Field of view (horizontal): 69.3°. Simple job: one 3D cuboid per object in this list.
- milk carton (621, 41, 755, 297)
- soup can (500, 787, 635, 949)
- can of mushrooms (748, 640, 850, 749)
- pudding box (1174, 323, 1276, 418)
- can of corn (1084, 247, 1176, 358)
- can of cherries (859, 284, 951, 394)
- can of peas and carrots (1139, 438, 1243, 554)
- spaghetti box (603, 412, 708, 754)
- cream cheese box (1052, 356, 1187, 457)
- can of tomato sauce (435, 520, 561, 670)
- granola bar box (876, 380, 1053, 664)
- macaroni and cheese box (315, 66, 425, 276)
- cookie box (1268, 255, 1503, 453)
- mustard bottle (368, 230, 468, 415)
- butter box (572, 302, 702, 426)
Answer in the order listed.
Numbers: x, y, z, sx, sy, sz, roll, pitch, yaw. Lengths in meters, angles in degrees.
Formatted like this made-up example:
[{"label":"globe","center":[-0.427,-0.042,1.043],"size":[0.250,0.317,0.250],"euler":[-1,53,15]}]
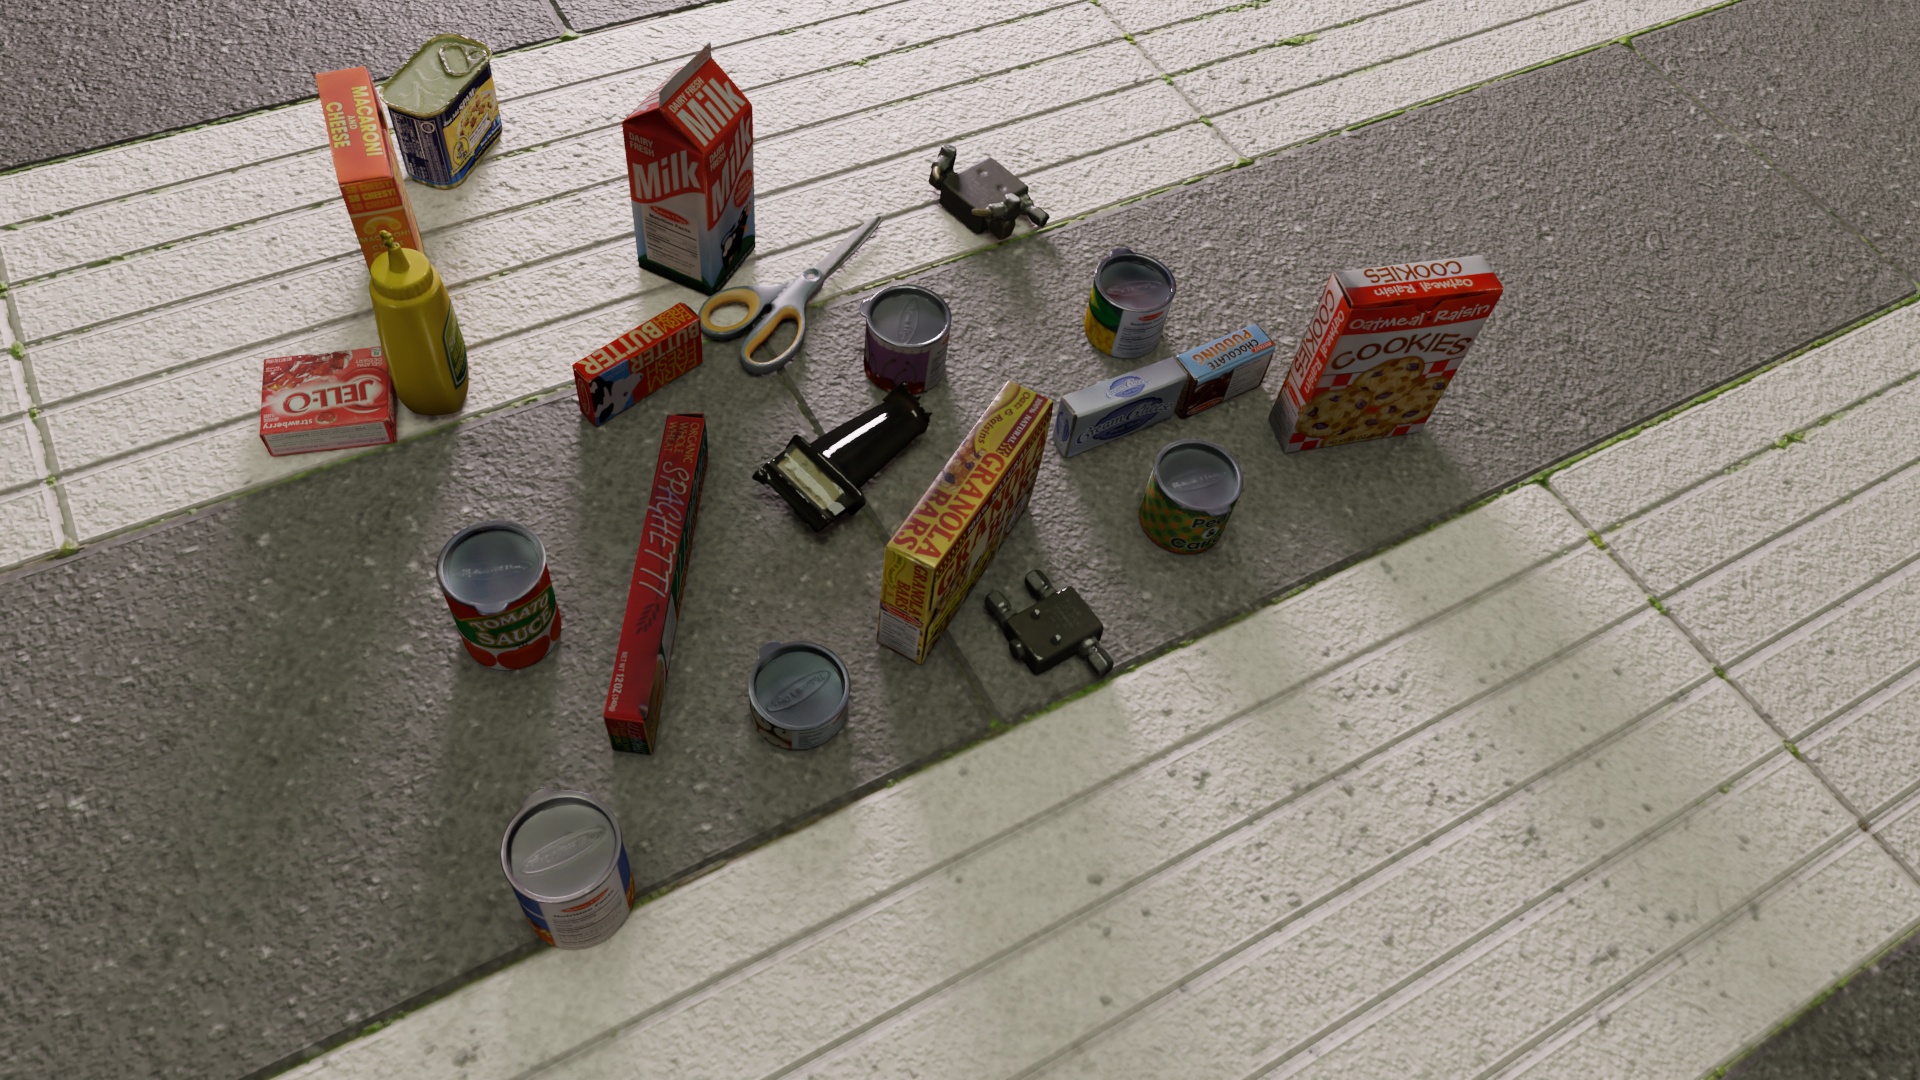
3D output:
[{"label":"milk carton","center":[-0.208,-0.289,1.077],"size":[0.073,0.189,0.073],"euler":[24,56,9]},{"label":"soup can","center":[-0.228,0.191,0.809],"size":[0.071,0.083,0.072],"euler":[3,55,-5]},{"label":"can of mushrooms","center":[-0.108,0.101,0.917],"size":[0.071,0.033,0.071],"euler":[3,55,-5]},{"label":"pudding box","center":[0.207,-0.135,1.107],"size":[0.084,0.049,0.030],"euler":[-24,62,-21]},{"label":"can of corn","center":[0.136,-0.193,1.134],"size":[0.071,0.058,0.071],"euler":[3,55,-5]},{"label":"can of cherries","center":[-0.045,-0.158,1.087],"size":[0.071,0.058,0.072],"euler":[3,55,-5]},{"label":"can of peas and carrots","center":[0.171,-0.030,1.025],"size":[0.071,0.058,0.071],"euler":[3,55,-5]},{"label":"spaghetti box","center":[-0.204,0.022,0.949],"size":[0.029,0.050,0.251],"euler":[5,55,-3]},{"label":"cream cheese box","center":[0.123,-0.103,1.072],"size":[0.104,0.053,0.024],"euler":[-21,61,-20]},{"label":"can of tomato sauce","center":[-0.298,0.039,0.906],"size":[0.071,0.082,0.071],"euler":[3,55,-5]},{"label":"granola bar box","center":[0.003,-0.012,0.953],"size":[0.039,0.123,0.166],"euler":[27,57,12]},{"label":"macaroni and cheese box","center":[-0.430,-0.246,1.036],"size":[0.040,0.165,0.124],"euler":[-15,59,-16]},{"label":"cookie box","center":[0.318,-0.138,1.051],"size":[0.123,0.166,0.040],"euler":[-9,57,-13]},{"label":"mustard bottle","center":[-0.386,-0.157,0.984],"size":[0.049,0.159,0.065],"euler":[-1,56,-7]},{"label":"butter box","center":[-0.243,-0.134,1.050],"size":[0.104,0.052,0.024],"euler":[-38,67,-27]}]
